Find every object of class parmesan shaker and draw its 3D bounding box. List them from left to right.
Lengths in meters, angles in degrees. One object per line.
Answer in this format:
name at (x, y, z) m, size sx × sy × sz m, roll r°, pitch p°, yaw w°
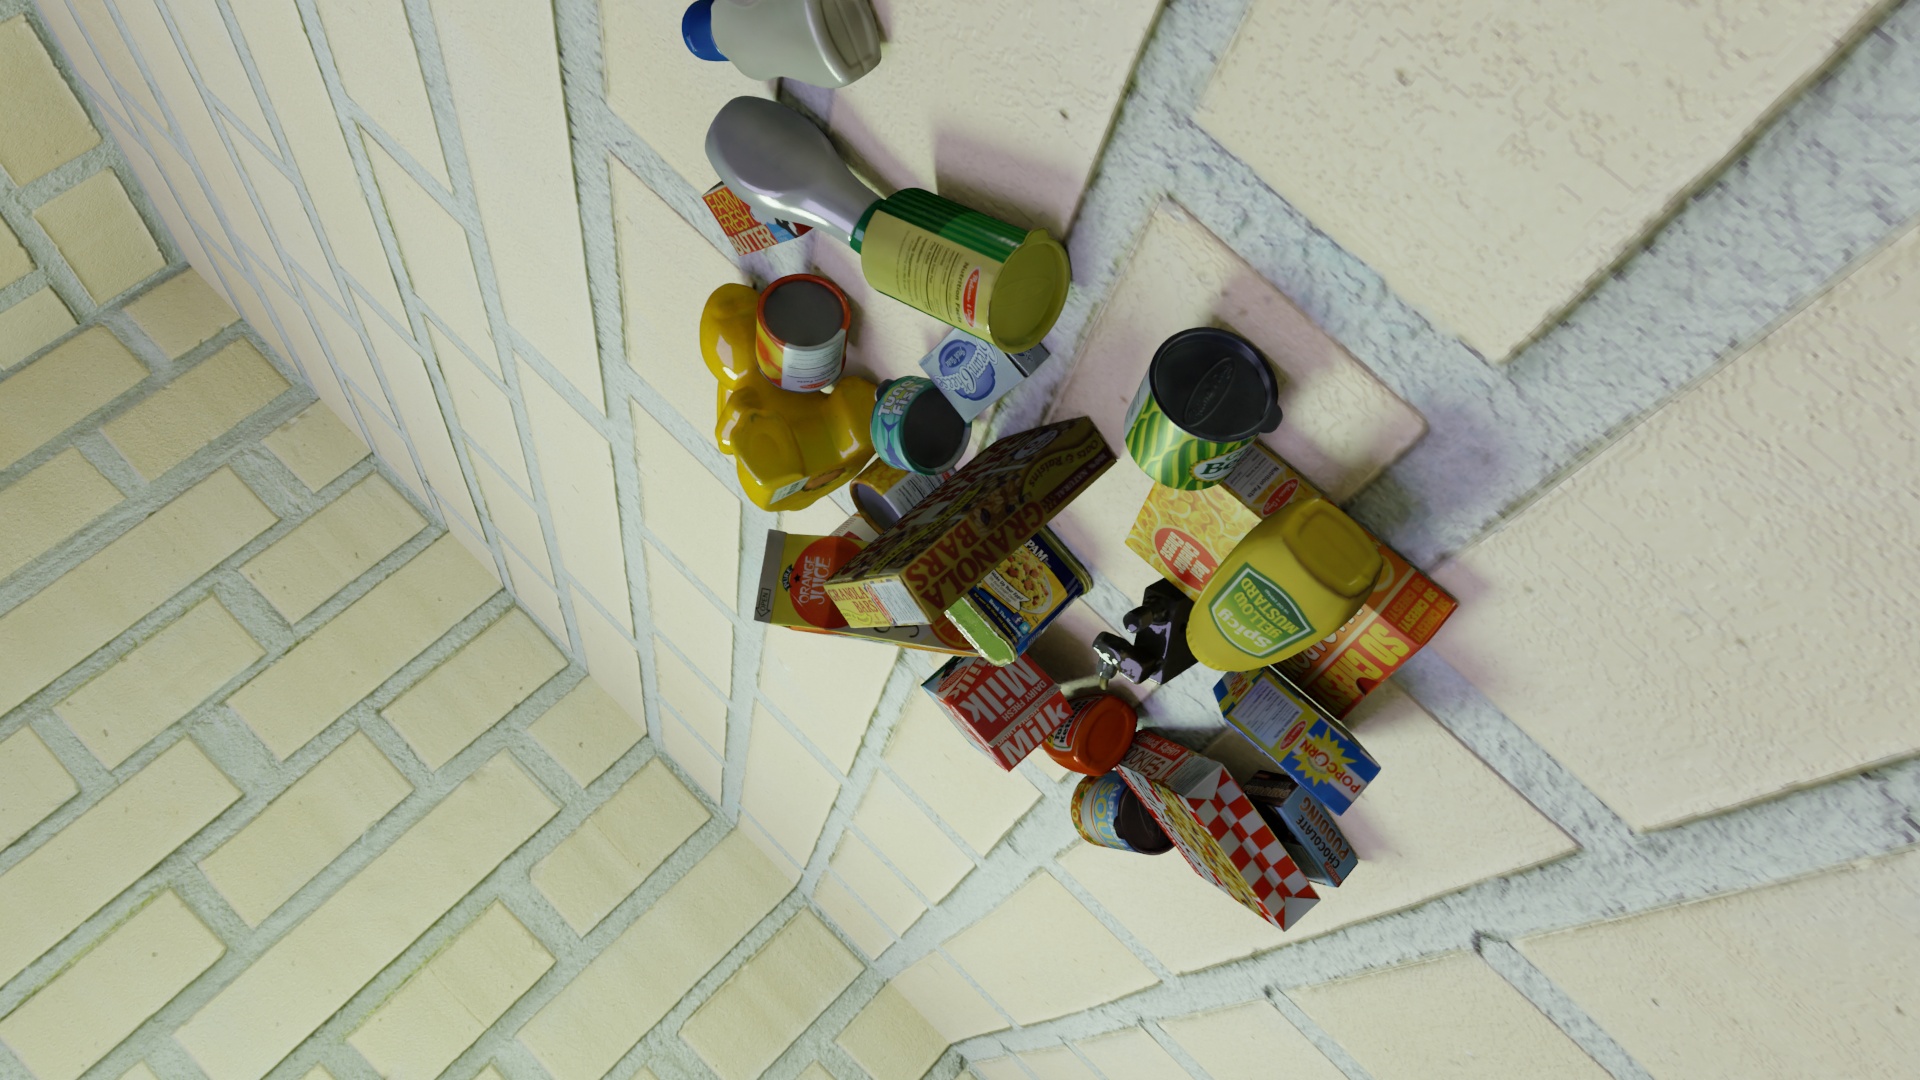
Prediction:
parmesan shaker at (0.002, -0.156, 0.782) m, size 0.103 × 0.071 × 0.071 m, roll 31°, pitch 152°, yaw 35°

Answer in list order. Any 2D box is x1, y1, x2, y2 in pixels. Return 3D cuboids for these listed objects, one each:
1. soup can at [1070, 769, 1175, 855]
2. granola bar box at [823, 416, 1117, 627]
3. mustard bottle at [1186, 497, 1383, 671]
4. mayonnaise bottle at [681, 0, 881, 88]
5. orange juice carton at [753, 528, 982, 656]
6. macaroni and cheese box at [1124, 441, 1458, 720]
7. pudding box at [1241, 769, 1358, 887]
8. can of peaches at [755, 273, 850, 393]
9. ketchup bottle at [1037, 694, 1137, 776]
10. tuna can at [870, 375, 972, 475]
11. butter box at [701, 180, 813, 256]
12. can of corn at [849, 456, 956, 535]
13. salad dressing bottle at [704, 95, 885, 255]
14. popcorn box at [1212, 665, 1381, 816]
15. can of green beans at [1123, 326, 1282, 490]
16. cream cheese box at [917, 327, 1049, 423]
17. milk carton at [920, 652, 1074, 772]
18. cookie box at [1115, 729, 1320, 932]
soup can at (0.136, 0.224, 1.149) m, size 0.071 × 0.071 × 0.083 m, roll 51°, pitch 157°, yaw -10°
granola bar box at (0.003, -0.011, 0.882) m, size 0.039 × 0.166 × 0.124 m, roll 55°, pitch 156°, yaw -12°
mustard bottle at (0.157, 0.036, 0.731) m, size 0.065 × 0.049 × 0.159 m, roll 46°, pitch 151°, yaw 8°
mayonnaise bottle at (-0.107, -0.290, 0.786) m, size 0.148 × 0.041 × 0.064 m, roll 22°, pitch 145°, yaw 47°
orange juice carton at (-0.063, 0.042, 1.065) m, size 0.193 × 0.072 × 0.073 m, roll 11°, pitch 171°, yaw -26°
macaroni and cheese box at (0.179, 0.018, 0.784) m, size 0.166 × 0.040 × 0.123 m, roll 41°, pitch 157°, yaw 13°
pudding box at (0.241, 0.206, 0.992) m, size 0.083 × 0.030 × 0.049 m, roll 54°, pitch 157°, yaw -16°
can of peaches at (-0.114, -0.150, 0.990) m, size 0.071 × 0.071 × 0.057 m, roll 43°, pitch 156°, yaw 11°
ketchup bottle at (0.093, 0.157, 1.132) m, size 0.043 × 0.065 × 0.148 m, roll 36°, pitch 166°, yaw -10°
tuna can at (-0.027, -0.080, 0.949) m, size 0.033 × 0.071 × 0.070 m, roll 16°, pitch 142°, yaw 48°
butter box at (-0.138, -0.229, 0.956) m, size 0.103 × 0.024 × 0.053 m, roll 3°, pitch 131°, yaw 58°
can of corn at (-0.044, -0.038, 1.056) m, size 0.071 × 0.058 × 0.070 m, roll 38°, pitch 155°, yaw 21°
salad dressing bottle at (-0.086, -0.214, 0.851) m, size 0.148 × 0.064 × 0.044 m, roll 36°, pitch 166°, yaw 7°
popcorn box at (0.197, 0.111, 0.829) m, size 0.085 × 0.038 × 0.127 m, roll 41°, pitch -174°, yaw 5°
can of green beans at (0.122, -0.066, 0.714) m, size 0.071 × 0.071 × 0.057 m, roll 42°, pitch 157°, yaw 11°
cream cheese box at (0.012, -0.114, 0.881) m, size 0.053 × 0.024 × 0.103 m, roll 49°, pitch 157°, yaw -5°
milk carton at (0.031, 0.130, 1.124) m, size 0.073 × 0.072 × 0.190 m, roll 50°, pitch 172°, yaw -7°
cookie box at (0.184, 0.209, 1.032) m, size 0.123 × 0.040 × 0.167 m, roll 53°, pitch 171°, yaw -8°
